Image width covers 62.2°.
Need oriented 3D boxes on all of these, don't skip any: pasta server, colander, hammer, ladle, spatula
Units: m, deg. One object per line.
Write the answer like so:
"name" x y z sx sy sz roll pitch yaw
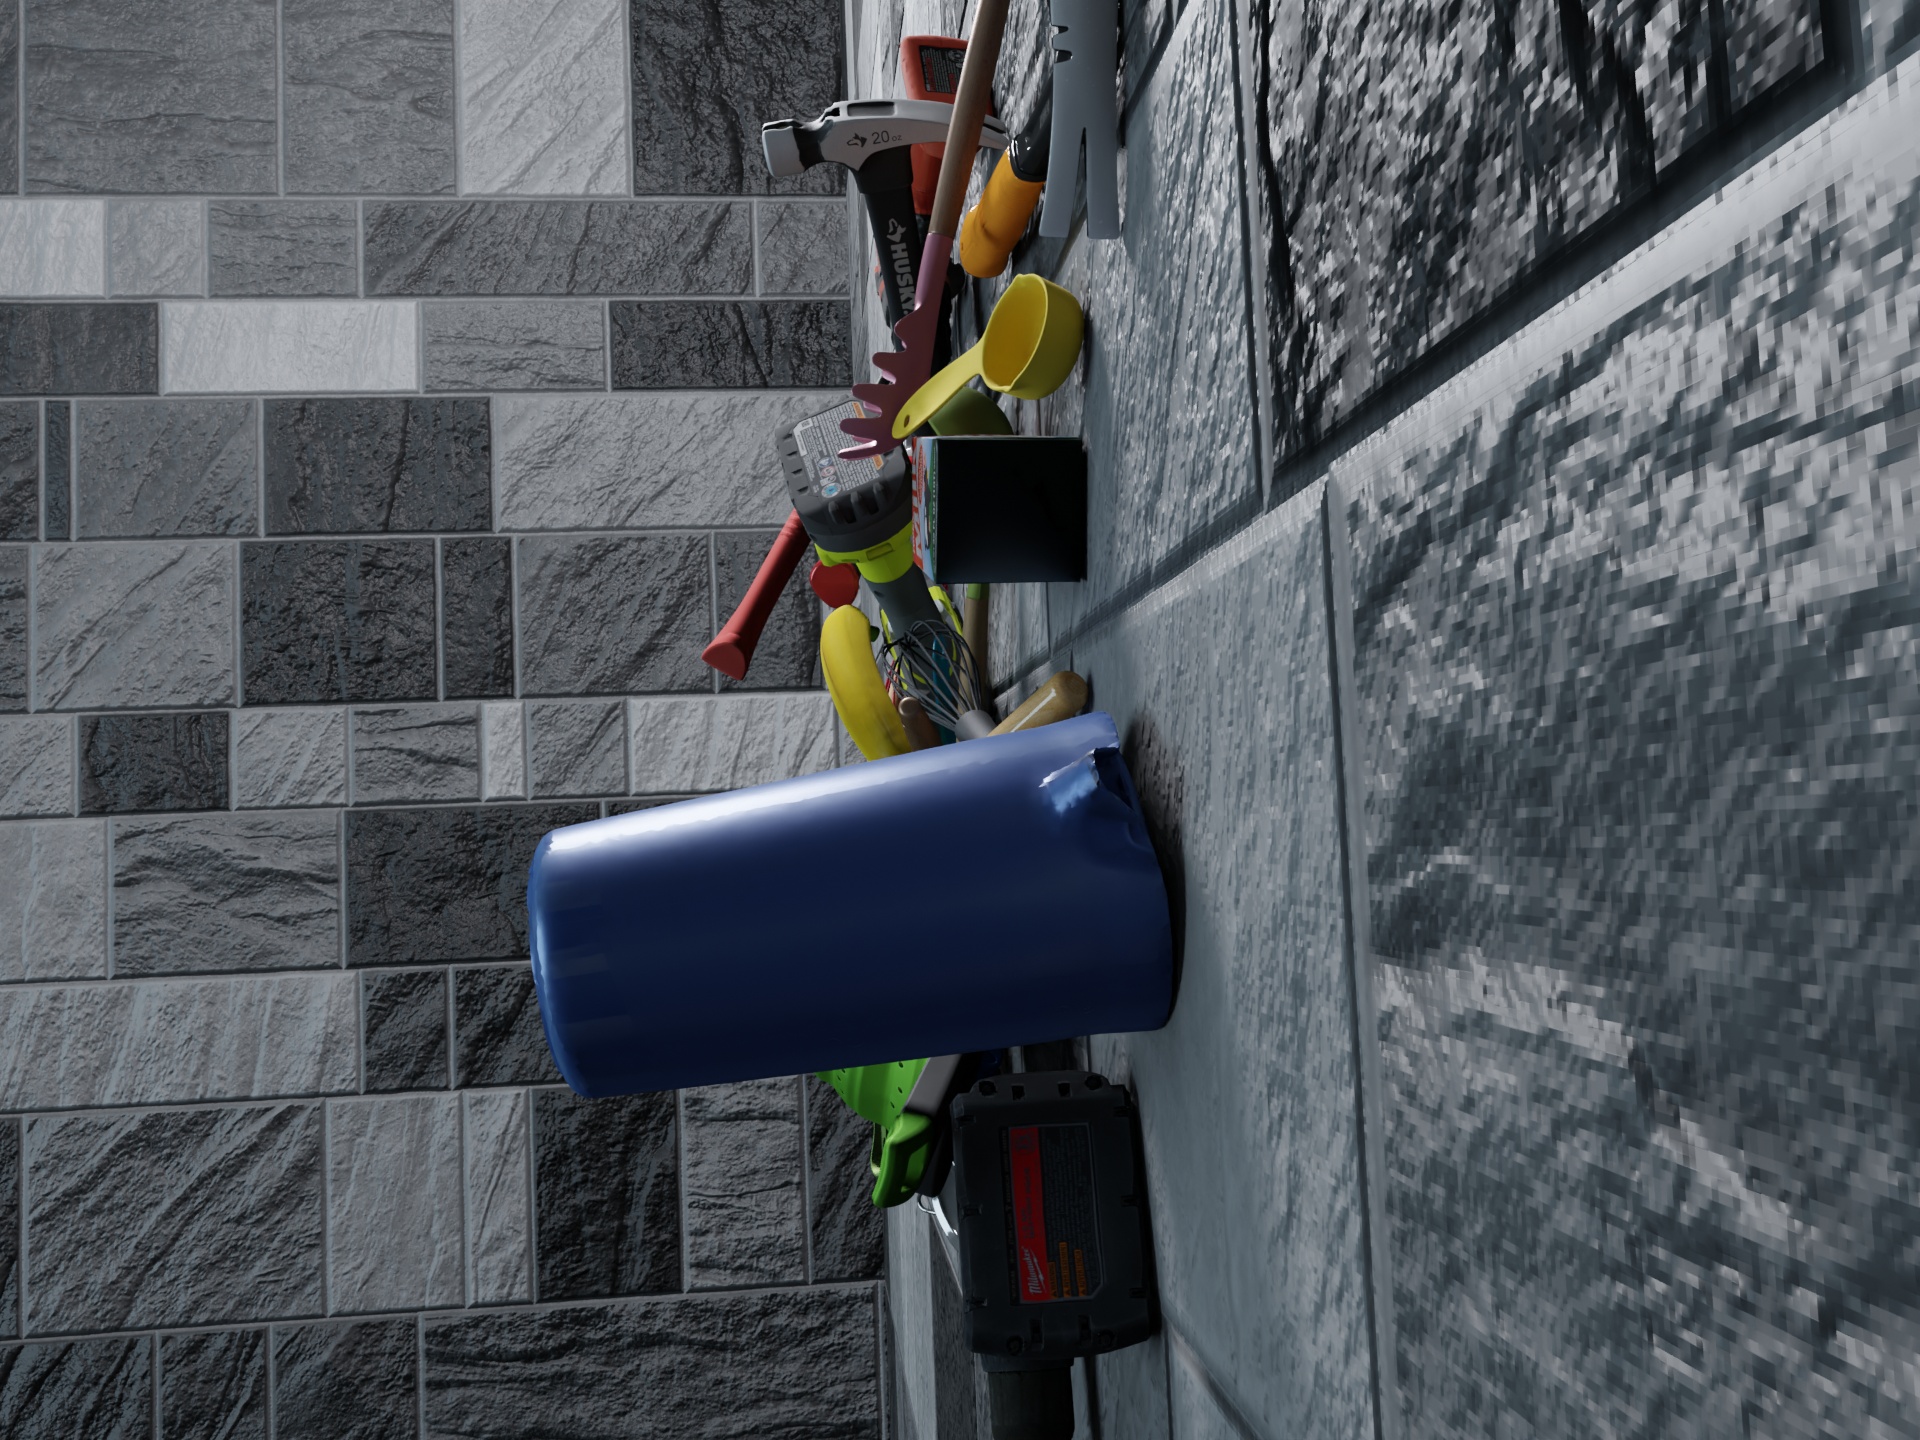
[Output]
"pasta server" -0.012 -0.294 0.874 0.060 0.040 0.316 -56 -20 -85
"colander" -0.040 0.172 0.862 0.397 0.094 0.204 -21 -55 -83
"hammer" -0.068 -0.190 1.344 0.386 0.038 0.143 -70 -18 -67
"hammer" -0.024 -0.255 1.071 0.334 0.146 0.035 78 -175 -46
"hammer" 0.033 -0.273 0.815 0.337 0.034 0.127 -155 64 -83
"ladle" -0.003 -0.055 1.024 0.078 0.062 0.320 -104 16 -66
"spatula" -0.013 0.059 0.968 0.082 0.044 0.317 52 173 23
"hammer" -0.102 -0.195 1.255 0.359 0.036 0.149 -62 10 -7

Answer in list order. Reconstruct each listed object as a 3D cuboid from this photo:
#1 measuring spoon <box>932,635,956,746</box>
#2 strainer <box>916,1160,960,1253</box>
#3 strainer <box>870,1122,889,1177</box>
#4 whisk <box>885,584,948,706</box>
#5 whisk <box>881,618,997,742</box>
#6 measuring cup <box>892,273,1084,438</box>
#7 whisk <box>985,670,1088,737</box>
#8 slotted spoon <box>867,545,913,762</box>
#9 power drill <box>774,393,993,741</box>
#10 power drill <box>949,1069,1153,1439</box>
"measuring spoon" -0.002 -0.003 1.080 0.042 0.021 0.128 -57 -31 -46
"strainer" 0.014 0.342 1.146 0.258 0.050 0.087 125 130 -70
"strainer" -0.081 0.225 1.166 0.152 0.069 0.256 28 122 59
"whisk" -0.020 -0.099 1.254 0.073 0.073 0.295 -111 25 -72
"whisk" 0.010 0.006 0.912 0.239 0.055 0.055 -126 32 -53
"measuring cup" 0.012 -0.171 0.802 0.156 0.029 0.062 -23 59 58
"whisk" -0.005 0.038 0.853 0.245 0.047 0.051 -44 65 47
"slotted spoon" -0.057 -0.024 1.337 0.070 0.031 0.314 57 -144 -49
"power drill" -0.049 -0.111 1.109 0.223 0.080 0.171 66 -177 -46
"power drill" 0.036 0.268 0.767 0.226 0.080 0.188 96 171 -69
